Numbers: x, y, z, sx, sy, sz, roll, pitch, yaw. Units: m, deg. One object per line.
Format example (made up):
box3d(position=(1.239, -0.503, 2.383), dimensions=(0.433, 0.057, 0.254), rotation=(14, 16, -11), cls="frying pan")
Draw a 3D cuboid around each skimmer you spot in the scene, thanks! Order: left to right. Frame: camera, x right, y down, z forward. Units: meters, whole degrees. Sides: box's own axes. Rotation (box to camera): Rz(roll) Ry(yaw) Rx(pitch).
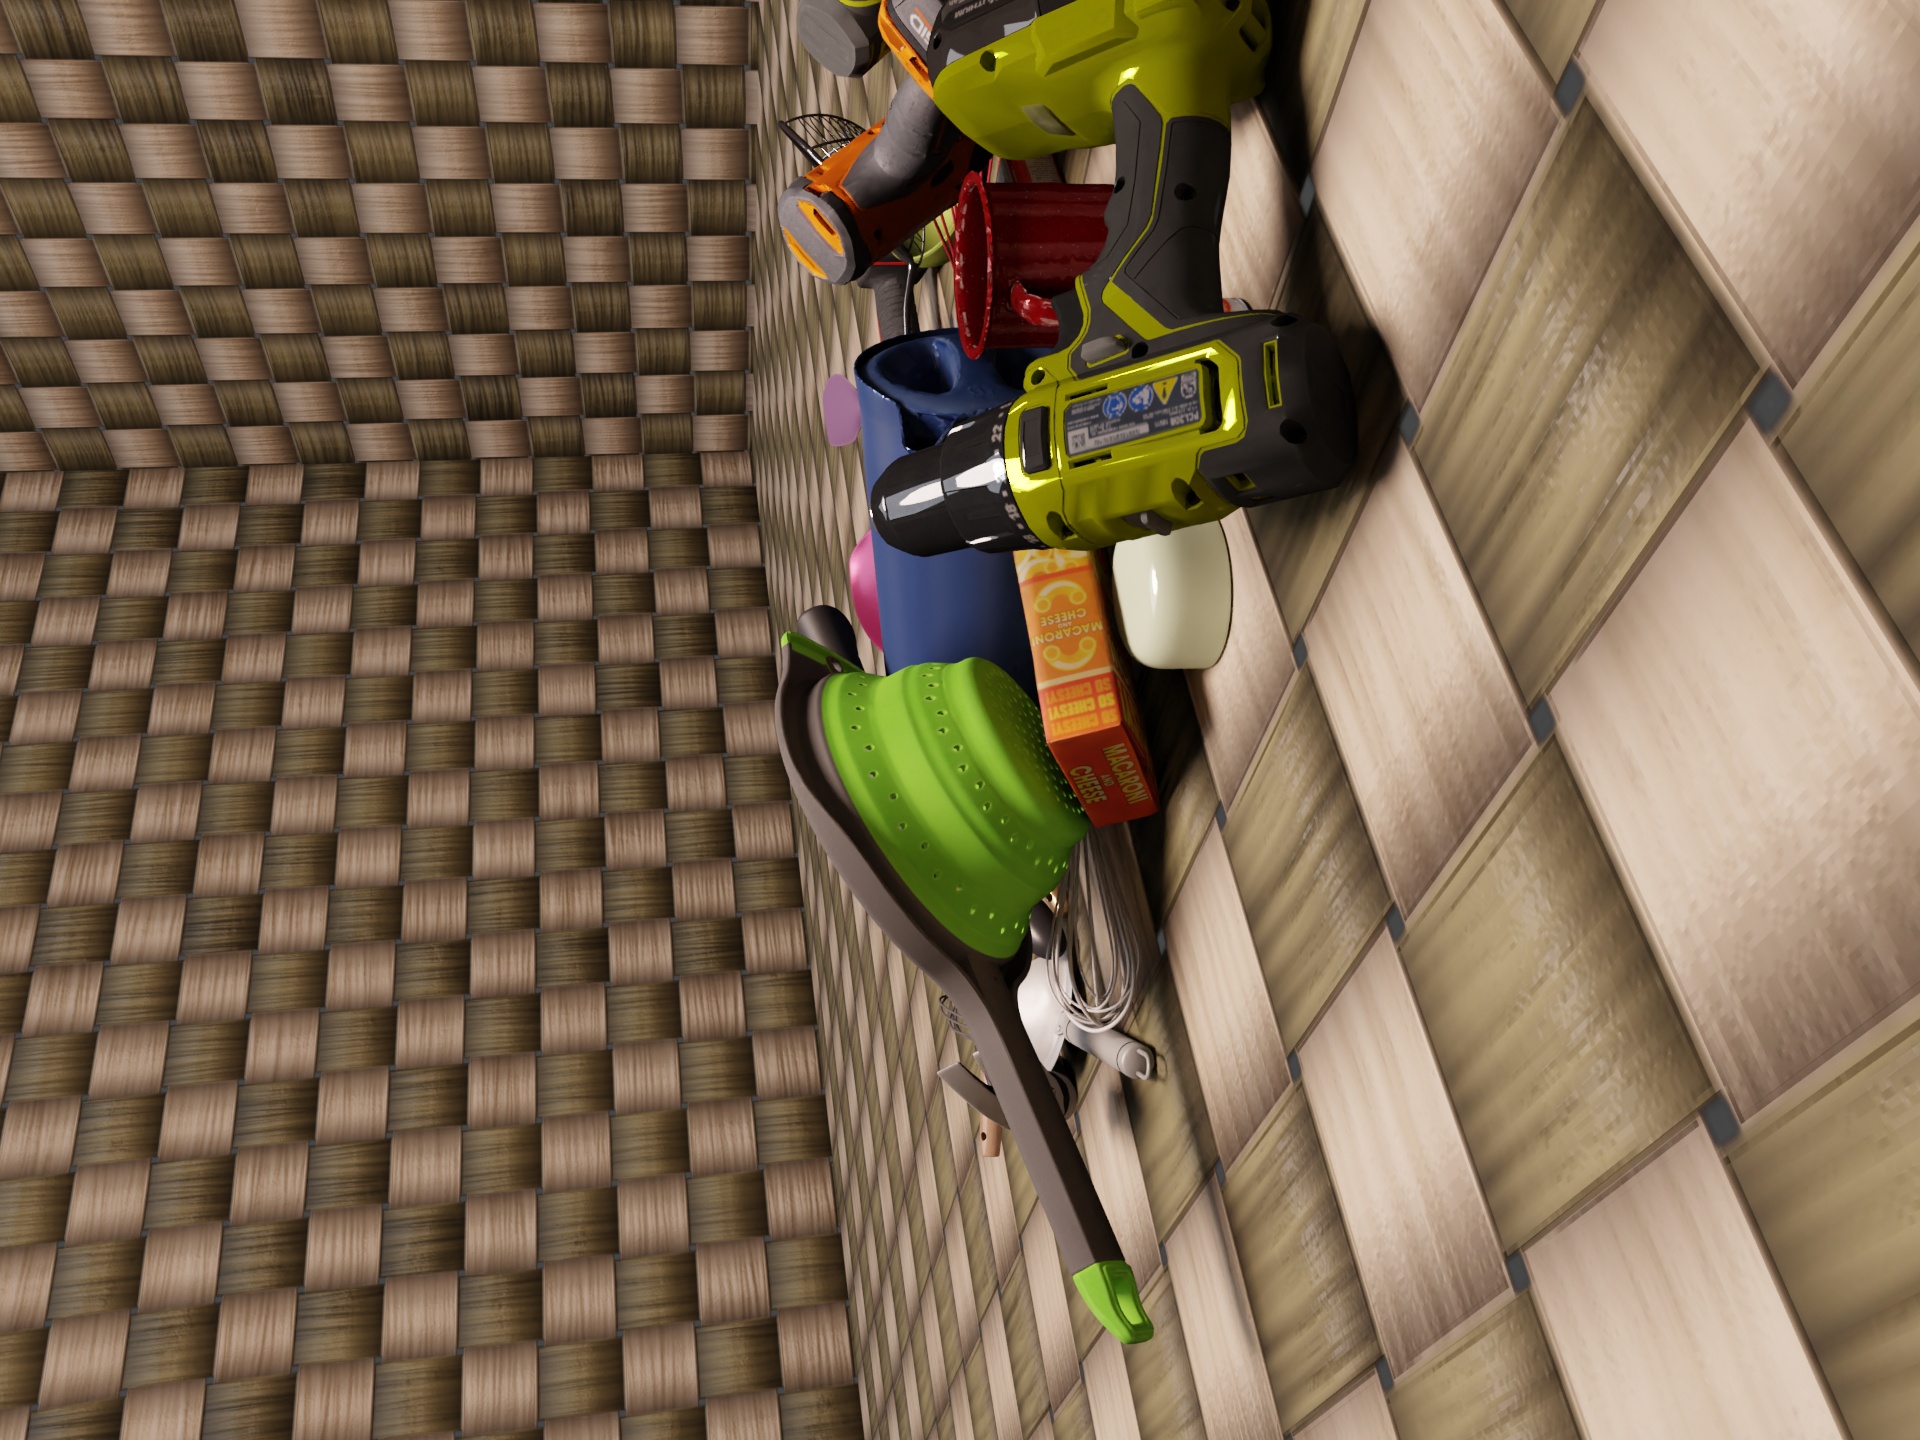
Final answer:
box3d(position=(-0.063, -0.220, 1.063), dimensions=(0.127, 0.090, 0.363), rotation=(-15, -79, -82), cls="skimmer")

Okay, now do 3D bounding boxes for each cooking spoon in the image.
box3d(position=(-0.002, -0.003, 1.071), dimensions=(0.068, 0.017, 0.319), rotation=(-48, 58, 34), cls="cooking spoon")

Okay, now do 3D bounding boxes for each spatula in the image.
box3d(position=(-0.065, -0.250, 1.241), dimensions=(0.316, 0.018, 0.059), rotation=(-162, 62, -69), cls="spatula")

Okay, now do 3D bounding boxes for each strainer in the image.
box3d(position=(0.067, 0.183, 0.958), dimensions=(0.258, 0.050, 0.087), rotation=(176, 105, -76), cls="strainer")

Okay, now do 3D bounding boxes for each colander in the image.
box3d(position=(0.033, 0.100, 0.793), dimensions=(0.204, 0.094, 0.397), rotation=(31, -150, -57), cls="colander")

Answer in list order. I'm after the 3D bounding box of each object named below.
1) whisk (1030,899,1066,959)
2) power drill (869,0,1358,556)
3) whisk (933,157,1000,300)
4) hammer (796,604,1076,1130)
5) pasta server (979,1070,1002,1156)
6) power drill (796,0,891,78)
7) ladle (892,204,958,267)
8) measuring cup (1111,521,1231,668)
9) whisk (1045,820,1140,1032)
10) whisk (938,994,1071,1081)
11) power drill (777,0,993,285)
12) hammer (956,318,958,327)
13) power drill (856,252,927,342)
box3d(position=(-0.016, 0.066, 1.083), dimensions=(0.285, 0.070, 0.070), rotation=(45, 144, 37), cls="whisk")
box3d(position=(0.046, -0.176, 0.614), dimensions=(0.080, 0.190, 0.229), rotation=(17, -112, -55), cls="power drill")
box3d(position=(0.007, -0.304, 1.080), dimensions=(0.073, 0.073, 0.295), rotation=(-104, 9, -45), cls="whisk")
box3d(position=(-0.026, 0.076, 0.923), dimensions=(0.335, 0.035, 0.146), rotation=(66, -170, 22), cls="hammer")
box3d(position=(0.020, 0.136, 1.088), dimensions=(0.060, 0.040, 0.316), rotation=(-9, 75, 50), cls="pasta server")
box3d(position=(-0.013, -0.496, 0.918), dimensions=(0.080, 0.171, 0.223), rotation=(41, 162, 0), cls="power drill")
box3d(position=(0.004, -0.419, 1.052), dimensions=(0.320, 0.062, 0.078), rotation=(115, 156, -63), cls="ladle")
box3d(position=(0.084, -0.083, 0.771), dimensions=(0.168, 0.038, 0.083), rotation=(-115, 23, -57), cls="measuring cup")
box3d(position=(0.070, 0.052, 0.902), dimensions=(0.059, 0.057, 0.246), rotation=(-18, 69, 43), cls="whisk")
box3d(position=(0.035, 0.226, 1.138), dimensions=(0.239, 0.055, 0.055), rotation=(-156, 63, -73), cls="whisk")
box3d(position=(0.000, -0.335, 0.844), dimensions=(0.084, 0.164, 0.226), rotation=(49, 155, -6), cls="power drill")
box3d(position=(-0.005, -0.135, 1.141), dimensions=(0.128, 0.033, 0.330), rotation=(-58, -20, -53), cls="hammer")
box3d(position=(-0.044, -0.312, 1.296), dimensions=(0.143, 0.078, 0.219), rotation=(180, 84, -79), cls="power drill")
